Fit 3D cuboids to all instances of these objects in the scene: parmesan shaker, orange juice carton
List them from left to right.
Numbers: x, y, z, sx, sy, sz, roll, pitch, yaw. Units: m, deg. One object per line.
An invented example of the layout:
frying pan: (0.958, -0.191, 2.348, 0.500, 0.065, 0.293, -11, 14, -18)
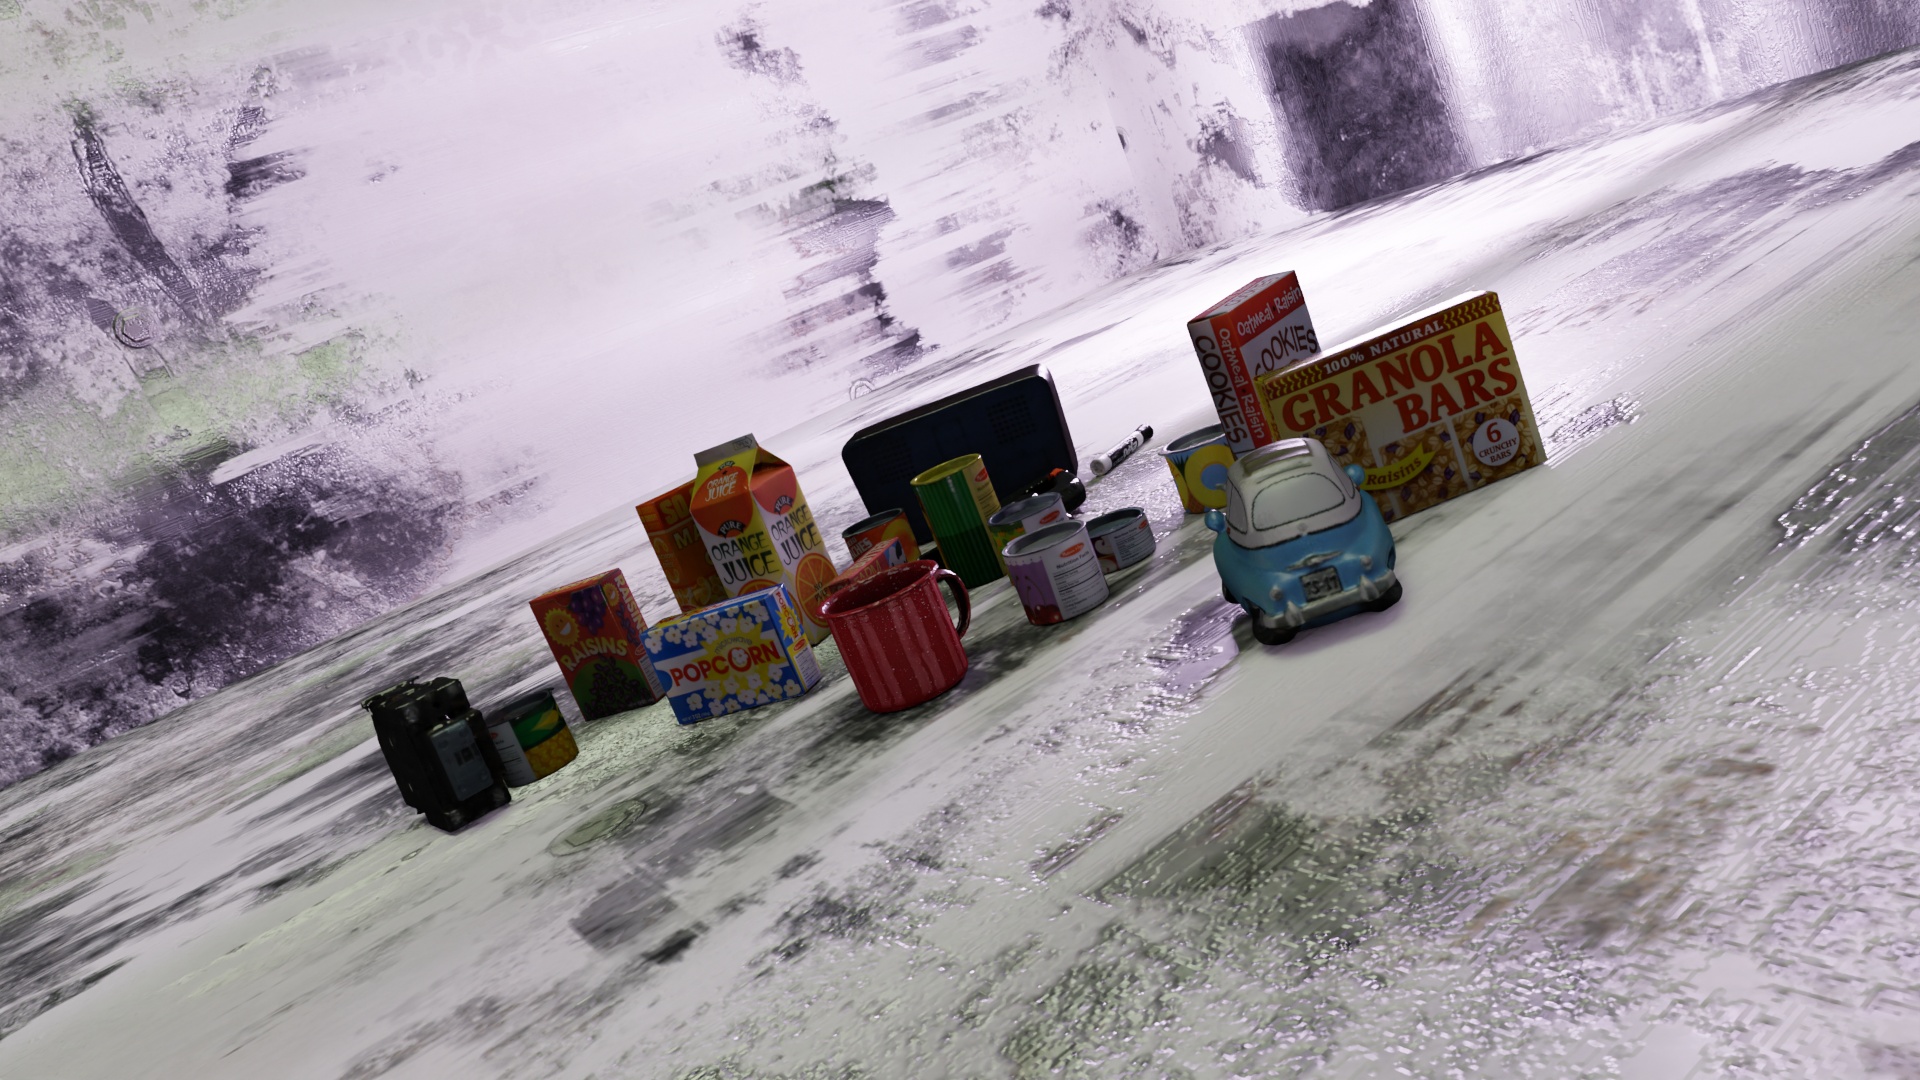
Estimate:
orange juice carton: (-0.176, 0.001, 1.246, 0.071, 0.192, 0.073, -15, 13, 30)
parmesan shaker: (0.004, -0.015, 1.217, 0.071, 0.103, 0.071, -21, 12, 5)

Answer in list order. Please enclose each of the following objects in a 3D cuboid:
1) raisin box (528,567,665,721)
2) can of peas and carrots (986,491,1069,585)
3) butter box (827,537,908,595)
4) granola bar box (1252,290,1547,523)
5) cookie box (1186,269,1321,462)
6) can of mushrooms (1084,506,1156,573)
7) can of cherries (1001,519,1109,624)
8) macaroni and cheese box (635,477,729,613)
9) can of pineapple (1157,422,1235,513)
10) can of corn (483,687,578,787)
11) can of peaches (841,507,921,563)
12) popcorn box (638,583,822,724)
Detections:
raisin box: (-0.326, 0.095, 1.262, 0.086, 0.123, 0.040, -16, 13, 26)
can of peas and carrots: (0.061, -0.001, 1.161, 0.071, 0.058, 0.071, -21, 12, 5)
butter box: (-0.076, 0.040, 1.235, 0.024, 0.053, 0.104, -15, 14, 29)
granola bar box: (0.299, -0.083, 0.949, 0.165, 0.124, 0.039, -22, 12, 1)
cookie box: (0.242, -0.112, 1.069, 0.040, 0.167, 0.123, -12, 16, 41)
can of mushrooms: (0.120, 0.000, 1.113, 0.071, 0.033, 0.071, -21, 12, 5)
can of cherries: (0.071, 0.024, 1.040, 0.071, 0.058, 0.071, -21, 12, 5)
macaroni and cheese box: (-0.216, 0.018, 1.306, 0.124, 0.166, 0.040, -31, 15, -38)
can of pineapple: (0.208, -0.061, 1.168, 0.071, 0.057, 0.071, -21, 12, 5)
can of corn: (-0.363, 0.166, 1.174, 0.071, 0.058, 0.071, -21, 12, 5)
can of peaches: (-0.078, 0.008, 1.365, 0.071, 0.058, 0.071, -21, 12, 5)
popcorn box: (-0.185, 0.092, 1.120, 0.126, 0.085, 0.038, -16, 13, 24)
